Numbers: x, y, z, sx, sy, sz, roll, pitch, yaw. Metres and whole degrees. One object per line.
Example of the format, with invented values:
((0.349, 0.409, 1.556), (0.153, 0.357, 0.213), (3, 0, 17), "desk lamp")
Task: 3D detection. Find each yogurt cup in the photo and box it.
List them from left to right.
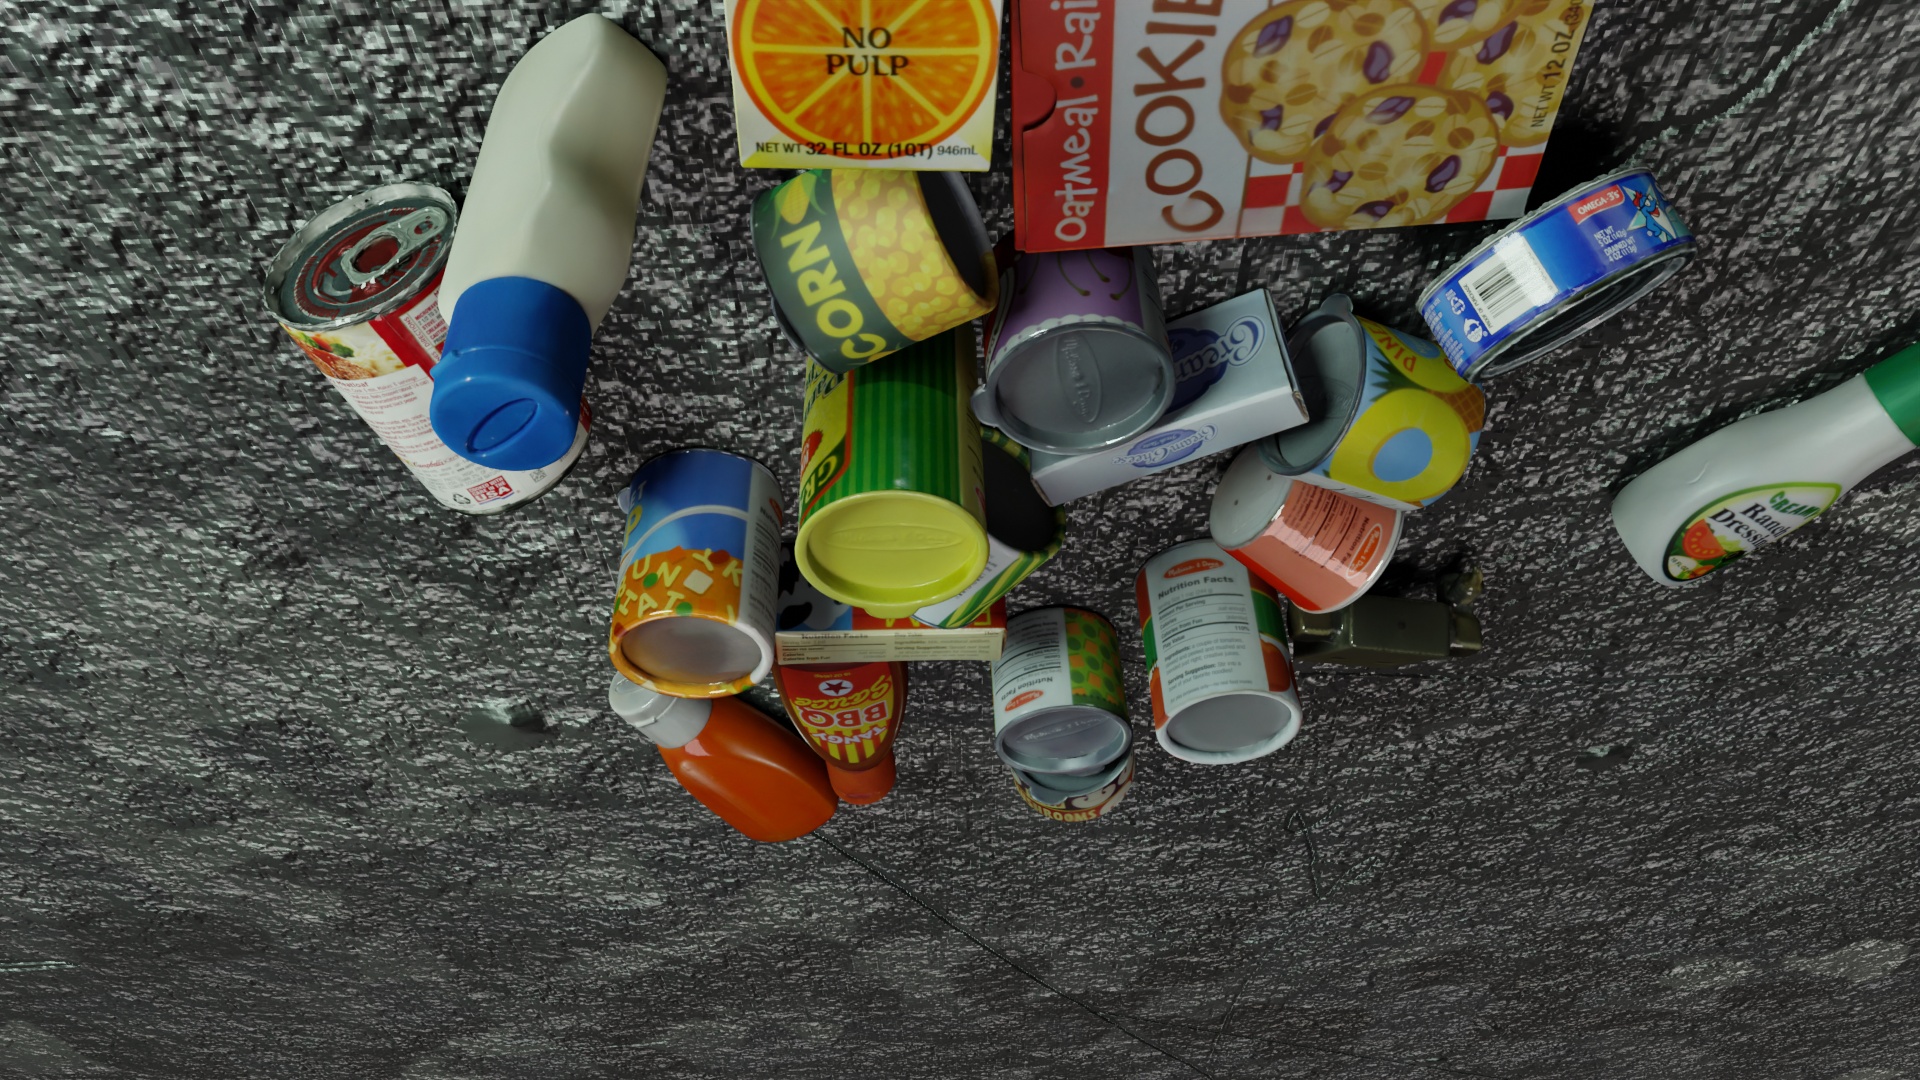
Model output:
((0.142, -0.010, 0.581), (0.054, 0.073, 0.072), (27, 133, -21), "yogurt cup")

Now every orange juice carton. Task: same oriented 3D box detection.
((-0.023, -0.189, 0.333), (0.072, 0.073, 0.191), (0, 141, -3), "orange juice carton")

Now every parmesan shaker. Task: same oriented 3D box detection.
((-0.025, -0.033, 0.506), (0.071, 0.103, 0.071), (-2, 141, -1), "parmesan shaker")

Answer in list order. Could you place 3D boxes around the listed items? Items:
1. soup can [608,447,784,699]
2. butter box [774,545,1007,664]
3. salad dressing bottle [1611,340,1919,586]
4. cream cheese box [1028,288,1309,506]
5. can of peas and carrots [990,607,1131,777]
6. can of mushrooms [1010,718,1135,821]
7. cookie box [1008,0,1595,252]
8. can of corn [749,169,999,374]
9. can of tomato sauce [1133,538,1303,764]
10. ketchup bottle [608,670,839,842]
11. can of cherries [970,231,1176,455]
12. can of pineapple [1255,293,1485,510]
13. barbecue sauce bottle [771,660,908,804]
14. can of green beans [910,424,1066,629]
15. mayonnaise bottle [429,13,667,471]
((-0.111, 0.014, 0.576), (0.071, 0.084, 0.071), (-2, 142, -1), "soup can")
((-0.032, 0.028, 0.624), (0.103, 0.053, 0.024), (-1, 139, -4), "butter box")
((0.350, -0.035, 0.578), (0.064, 0.044, 0.147), (24, 134, -32), "salad dressing bottle")
((0.075, -0.054, 0.527), (0.103, 0.053, 0.024), (-18, 141, 18), "cream cheese box")
((0.049, 0.076, 0.685), (0.071, 0.059, 0.070), (-2, 142, -1), "can of peas and carrots")
((0.057, 0.112, 0.723), (0.071, 0.071, 0.033), (-7, 143, 5), "can of mushrooms")
((0.098, -0.150, 0.417), (0.167, 0.040, 0.122), (-4, 142, 1), "cookie box")
((-0.027, -0.094, 0.455), (0.058, 0.071, 0.071), (-20, 139, 19), "can of corn")
((0.119, 0.052, 0.641), (0.071, 0.083, 0.070), (-2, 141, -1), "can of tomato sauce")
((-0.125, 0.109, 0.729), (0.064, 0.044, 0.148), (-19, 139, 18), "ketchup bottle")
((0.038, -0.073, 0.496), (0.071, 0.059, 0.071), (-2, 143, -1), "can of cherries")
((0.155, -0.051, 0.528), (0.058, 0.071, 0.070), (14, 138, -21), "can of pineapple")
((-0.056, 0.083, 0.700), (0.065, 0.044, 0.147), (-4, 142, 0), "barbecue sauce bottle")
((0.001, -0.006, 0.573), (0.071, 0.071, 0.057), (23, 134, -29), "can of green beans")
((-0.118, -0.086, 0.396), (0.064, 0.149, 0.041), (-31, 134, 31), "mayonnaise bottle")
